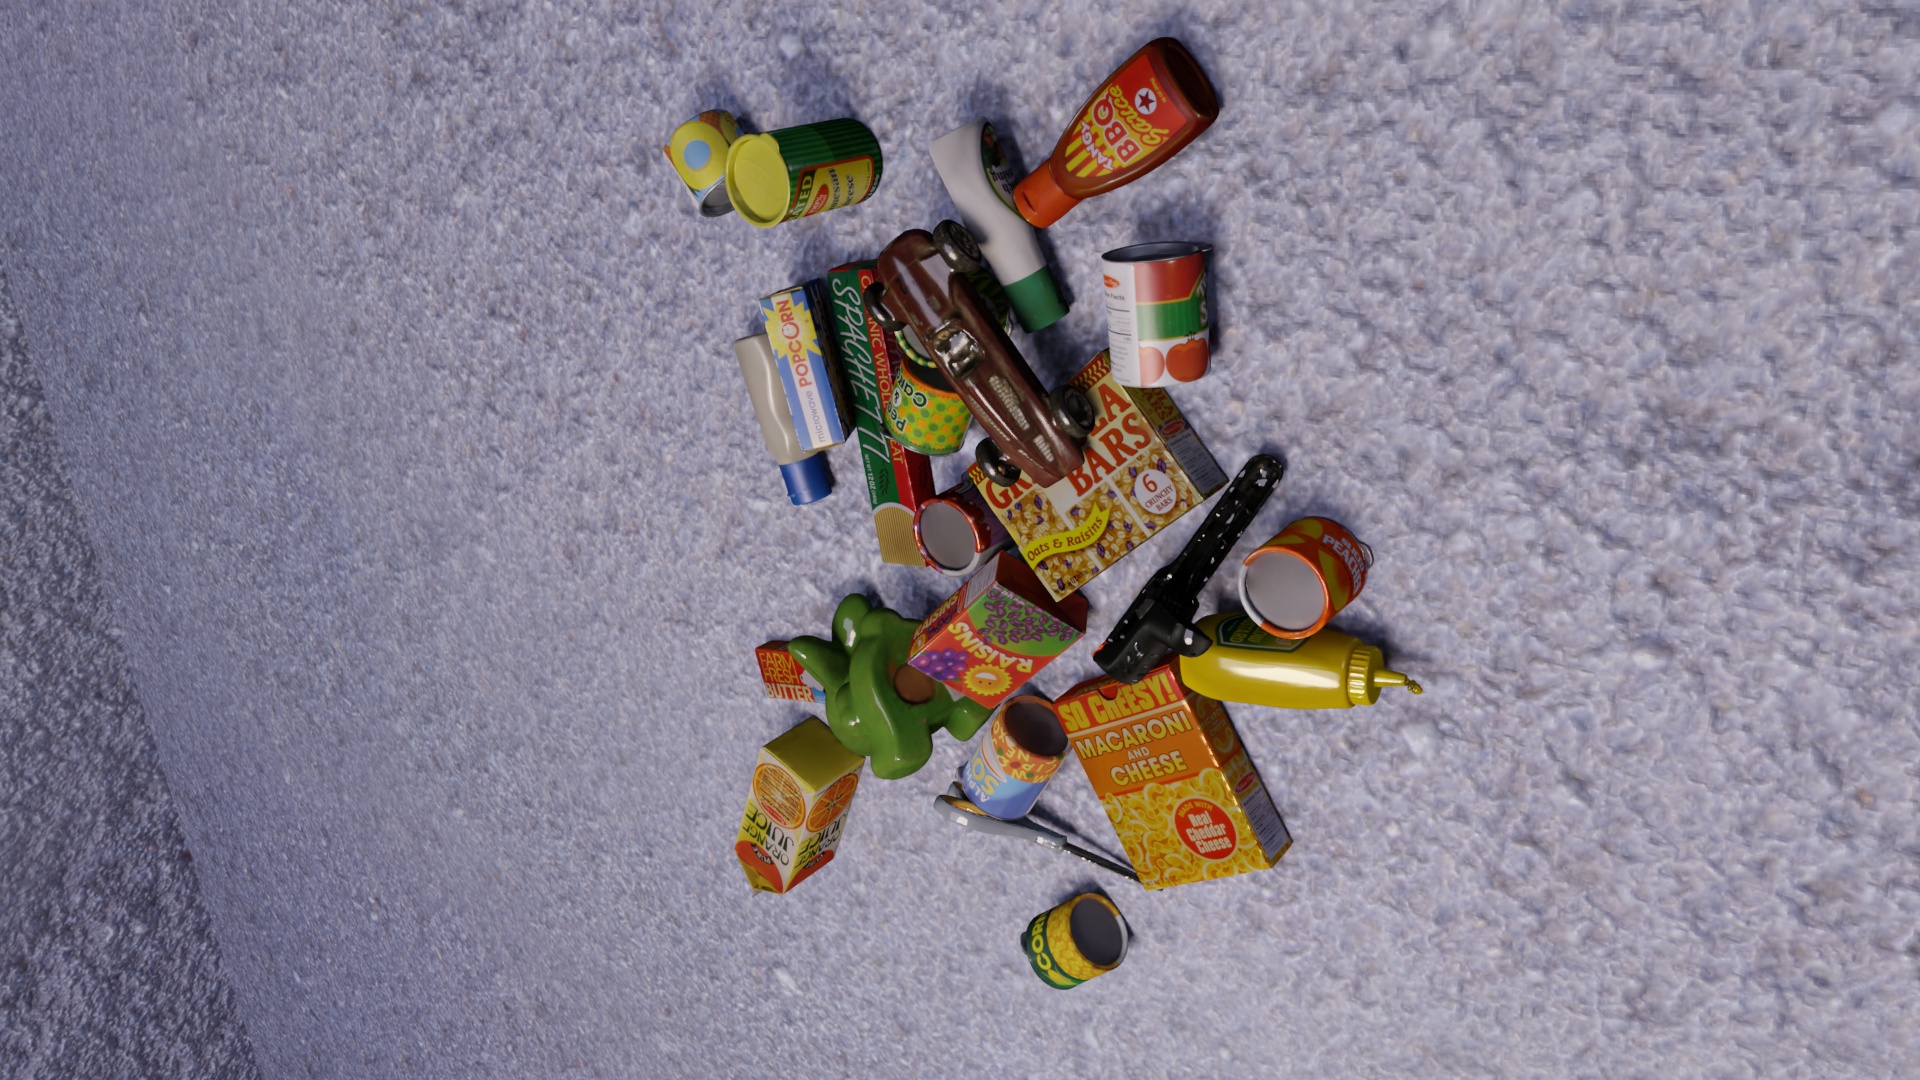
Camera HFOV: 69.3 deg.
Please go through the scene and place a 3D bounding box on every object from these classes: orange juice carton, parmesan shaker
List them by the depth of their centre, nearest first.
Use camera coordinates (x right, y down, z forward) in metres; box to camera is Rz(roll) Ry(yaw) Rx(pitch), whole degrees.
[{"bbox_3d":[-0.114,-0.276,1.028,0.071,0.103,0.071,18,121,34],"label":"parmesan shaker"},{"bbox_3d":[-0.160,0.269,1.341,0.073,0.072,0.191,36,129,23],"label":"orange juice carton"}]

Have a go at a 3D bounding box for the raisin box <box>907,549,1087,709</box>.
[{"bbox_3d":[0.028,0.072,1.078,0.086,0.040,0.123,30,131,-20],"label":"raisin box"}]

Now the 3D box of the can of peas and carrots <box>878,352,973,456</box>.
[{"bbox_3d":[-0.022,-0.106,1.050,0.071,0.071,0.058,38,129,21],"label":"can of peas and carrots"}]

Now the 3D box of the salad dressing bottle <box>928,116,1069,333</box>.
[{"bbox_3d":[0.029,-0.218,0.966,0.044,0.064,0.147,-21,104,24],"label":"salad dressing bottle"}]

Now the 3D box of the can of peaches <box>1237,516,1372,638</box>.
[{"bbox_3d":[0.225,0.024,0.908,0.071,0.058,0.071,18,121,34],"label":"can of peaches"}]

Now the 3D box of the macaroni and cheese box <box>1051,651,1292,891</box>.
[{"bbox_3d":[0.157,0.175,1.049,0.123,0.040,0.166,-26,92,43],"label":"macaroni and cheese box"}]

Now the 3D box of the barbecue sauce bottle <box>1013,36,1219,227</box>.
[{"bbox_3d":[0.095,-0.256,0.900,0.148,0.044,0.065,-31,89,44],"label":"barbecue sauce bottle"}]

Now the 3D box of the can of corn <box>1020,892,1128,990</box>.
[{"bbox_3d":[0.095,0.332,1.153,0.071,0.071,0.058,55,133,7],"label":"can of corn"}]

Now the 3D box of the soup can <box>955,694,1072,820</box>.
[{"bbox_3d":[0.044,0.175,1.124,0.071,0.072,0.083,42,131,18],"label":"soup can"}]

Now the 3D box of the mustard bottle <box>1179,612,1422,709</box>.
[{"bbox_3d":[0.230,0.084,0.932,0.160,0.065,0.048,6,118,33],"label":"mustard bottle"}]

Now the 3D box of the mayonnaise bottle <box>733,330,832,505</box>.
[{"bbox_3d":[-0.148,-0.104,1.177,0.064,0.041,0.147,6,116,62],"label":"mayonnaise bottle"}]

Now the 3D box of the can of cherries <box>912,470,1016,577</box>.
[{"bbox_3d":[0.004,-0.014,1.079,0.071,0.059,0.071,18,121,33],"label":"can of cherries"}]

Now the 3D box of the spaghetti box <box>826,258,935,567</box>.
[{"bbox_3d":[-0.059,-0.099,1.114,0.050,0.029,0.249,4,112,38],"label":"spaghetti box"}]

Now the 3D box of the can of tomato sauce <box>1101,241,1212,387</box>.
[{"bbox_3d":[0.130,-0.148,0.906,0.071,0.071,0.082,9,116,38],"label":"can of tomato sauce"}]

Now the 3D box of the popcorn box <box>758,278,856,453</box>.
[{"bbox_3d":[-0.119,-0.140,1.106,0.038,0.085,0.126,-13,103,7],"label":"popcorn box"}]

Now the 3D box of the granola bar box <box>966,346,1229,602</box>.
[{"bbox_3d":[0.093,-0.046,1.002,0.164,0.039,0.124,-40,82,43],"label":"granola bar box"}]

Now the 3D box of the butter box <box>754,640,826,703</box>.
[{"bbox_3d":[-0.145,0.122,1.293,0.103,0.024,0.053,0,110,40],"label":"butter box"}]

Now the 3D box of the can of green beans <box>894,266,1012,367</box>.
[{"bbox_3d":[-0.008,-0.165,1.020,0.071,0.058,0.071,18,121,34],"label":"can of green beans"}]

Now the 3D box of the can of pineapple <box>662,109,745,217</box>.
[{"bbox_3d":[-0.194,-0.303,1.111,0.070,0.071,0.058,-39,83,44],"label":"can of pineapple"}]
